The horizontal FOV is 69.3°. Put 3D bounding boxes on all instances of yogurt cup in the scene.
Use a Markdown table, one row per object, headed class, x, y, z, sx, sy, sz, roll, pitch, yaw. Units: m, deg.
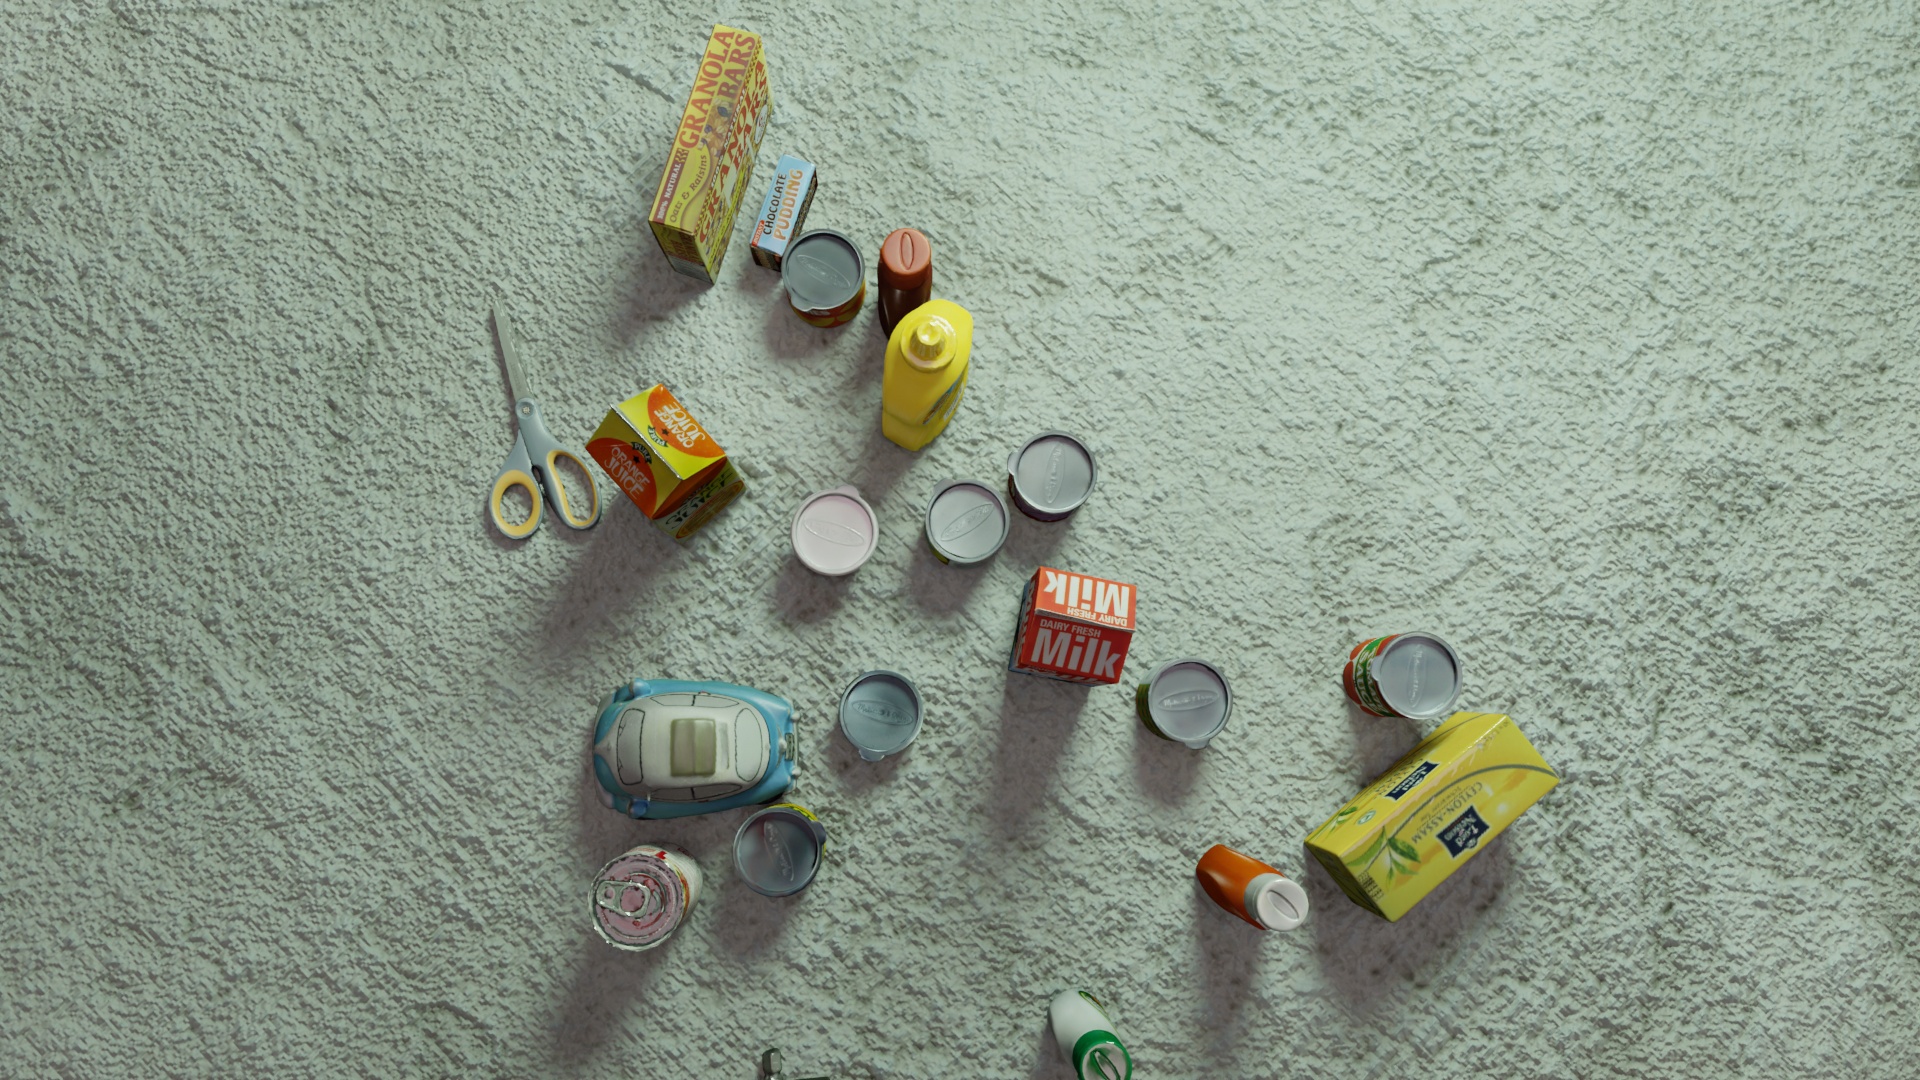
| class | x | y | z | sx | sy | sz | roll | pitch | yaw |
| --- | --- | --- | --- | --- | --- | --- | --- | --- | --- |
| yogurt cup | -0.098 | -0.004 | 1.094 | 0.072 | 0.054 | 0.072 | 0 | 83 | -3 |

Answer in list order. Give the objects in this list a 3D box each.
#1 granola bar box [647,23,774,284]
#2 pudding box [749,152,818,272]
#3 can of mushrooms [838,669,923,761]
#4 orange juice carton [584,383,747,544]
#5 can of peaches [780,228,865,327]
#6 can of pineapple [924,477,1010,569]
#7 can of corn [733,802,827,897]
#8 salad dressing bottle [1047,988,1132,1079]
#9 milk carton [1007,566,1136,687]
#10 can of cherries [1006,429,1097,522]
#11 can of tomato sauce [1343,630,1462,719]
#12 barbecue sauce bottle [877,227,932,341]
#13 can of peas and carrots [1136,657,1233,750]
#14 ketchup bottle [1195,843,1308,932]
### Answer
| class | x | y | z | sx | sy | sz | roll | pitch | yaw |
| --- | --- | --- | --- | --- | --- | --- | --- | --- | --- |
| granola bar box | -0.194 | -0.301 | 1.094 | 0.039 | 0.124 | 0.165 | 17 | 82 | -1 |
| pudding box | -0.143 | -0.266 | 1.129 | 0.030 | 0.049 | 0.084 | 19 | 82 | 0 |
| can of mushrooms | -0.063 | 0.137 | 1.088 | 0.071 | 0.033 | 0.071 | 0 | 83 | -3 |
| orange juice carton | -0.216 | -0.056 | 1.026 | 0.073 | 0.192 | 0.072 | -42 | 87 | -7 |
| can of peaches | -0.111 | -0.208 | 1.119 | 0.071 | 0.058 | 0.071 | 0 | 83 | -3 |
| can of pineapple | 0.004 | -0.014 | 1.099 | 0.071 | 0.058 | 0.071 | 0 | 83 | -3 |
| can of corn | -0.134 | 0.233 | 1.059 | 0.071 | 0.058 | 0.071 | 0 | 83 | -3 |
| salad dressing bottle | 0.095 | 0.365 | 1.007 | 0.044 | 0.147 | 0.064 | -35 | 86 | -6 |
| milk carton | 0.081 | 0.065 | 1.025 | 0.072 | 0.190 | 0.073 | 12 | 83 | -1 |
| can of cherries | 0.070 | -0.051 | 1.107 | 0.071 | 0.058 | 0.071 | 0 | 83 | -3 |
| can of tomato sauce | 0.342 | 0.106 | 1.086 | 0.071 | 0.083 | 0.071 | 0 | 83 | -3 |
| barbecue sauce bottle | -0.043 | -0.200 | 1.075 | 0.044 | 0.148 | 0.065 | -1 | 83 | -3 |
| can of peas and carrots | 0.175 | 0.128 | 1.088 | 0.071 | 0.058 | 0.071 | 0 | 83 | -3 |
| ketchup bottle | 0.218 | 0.261 | 1.027 | 0.065 | 0.148 | 0.043 | 42 | 83 | 3 |
